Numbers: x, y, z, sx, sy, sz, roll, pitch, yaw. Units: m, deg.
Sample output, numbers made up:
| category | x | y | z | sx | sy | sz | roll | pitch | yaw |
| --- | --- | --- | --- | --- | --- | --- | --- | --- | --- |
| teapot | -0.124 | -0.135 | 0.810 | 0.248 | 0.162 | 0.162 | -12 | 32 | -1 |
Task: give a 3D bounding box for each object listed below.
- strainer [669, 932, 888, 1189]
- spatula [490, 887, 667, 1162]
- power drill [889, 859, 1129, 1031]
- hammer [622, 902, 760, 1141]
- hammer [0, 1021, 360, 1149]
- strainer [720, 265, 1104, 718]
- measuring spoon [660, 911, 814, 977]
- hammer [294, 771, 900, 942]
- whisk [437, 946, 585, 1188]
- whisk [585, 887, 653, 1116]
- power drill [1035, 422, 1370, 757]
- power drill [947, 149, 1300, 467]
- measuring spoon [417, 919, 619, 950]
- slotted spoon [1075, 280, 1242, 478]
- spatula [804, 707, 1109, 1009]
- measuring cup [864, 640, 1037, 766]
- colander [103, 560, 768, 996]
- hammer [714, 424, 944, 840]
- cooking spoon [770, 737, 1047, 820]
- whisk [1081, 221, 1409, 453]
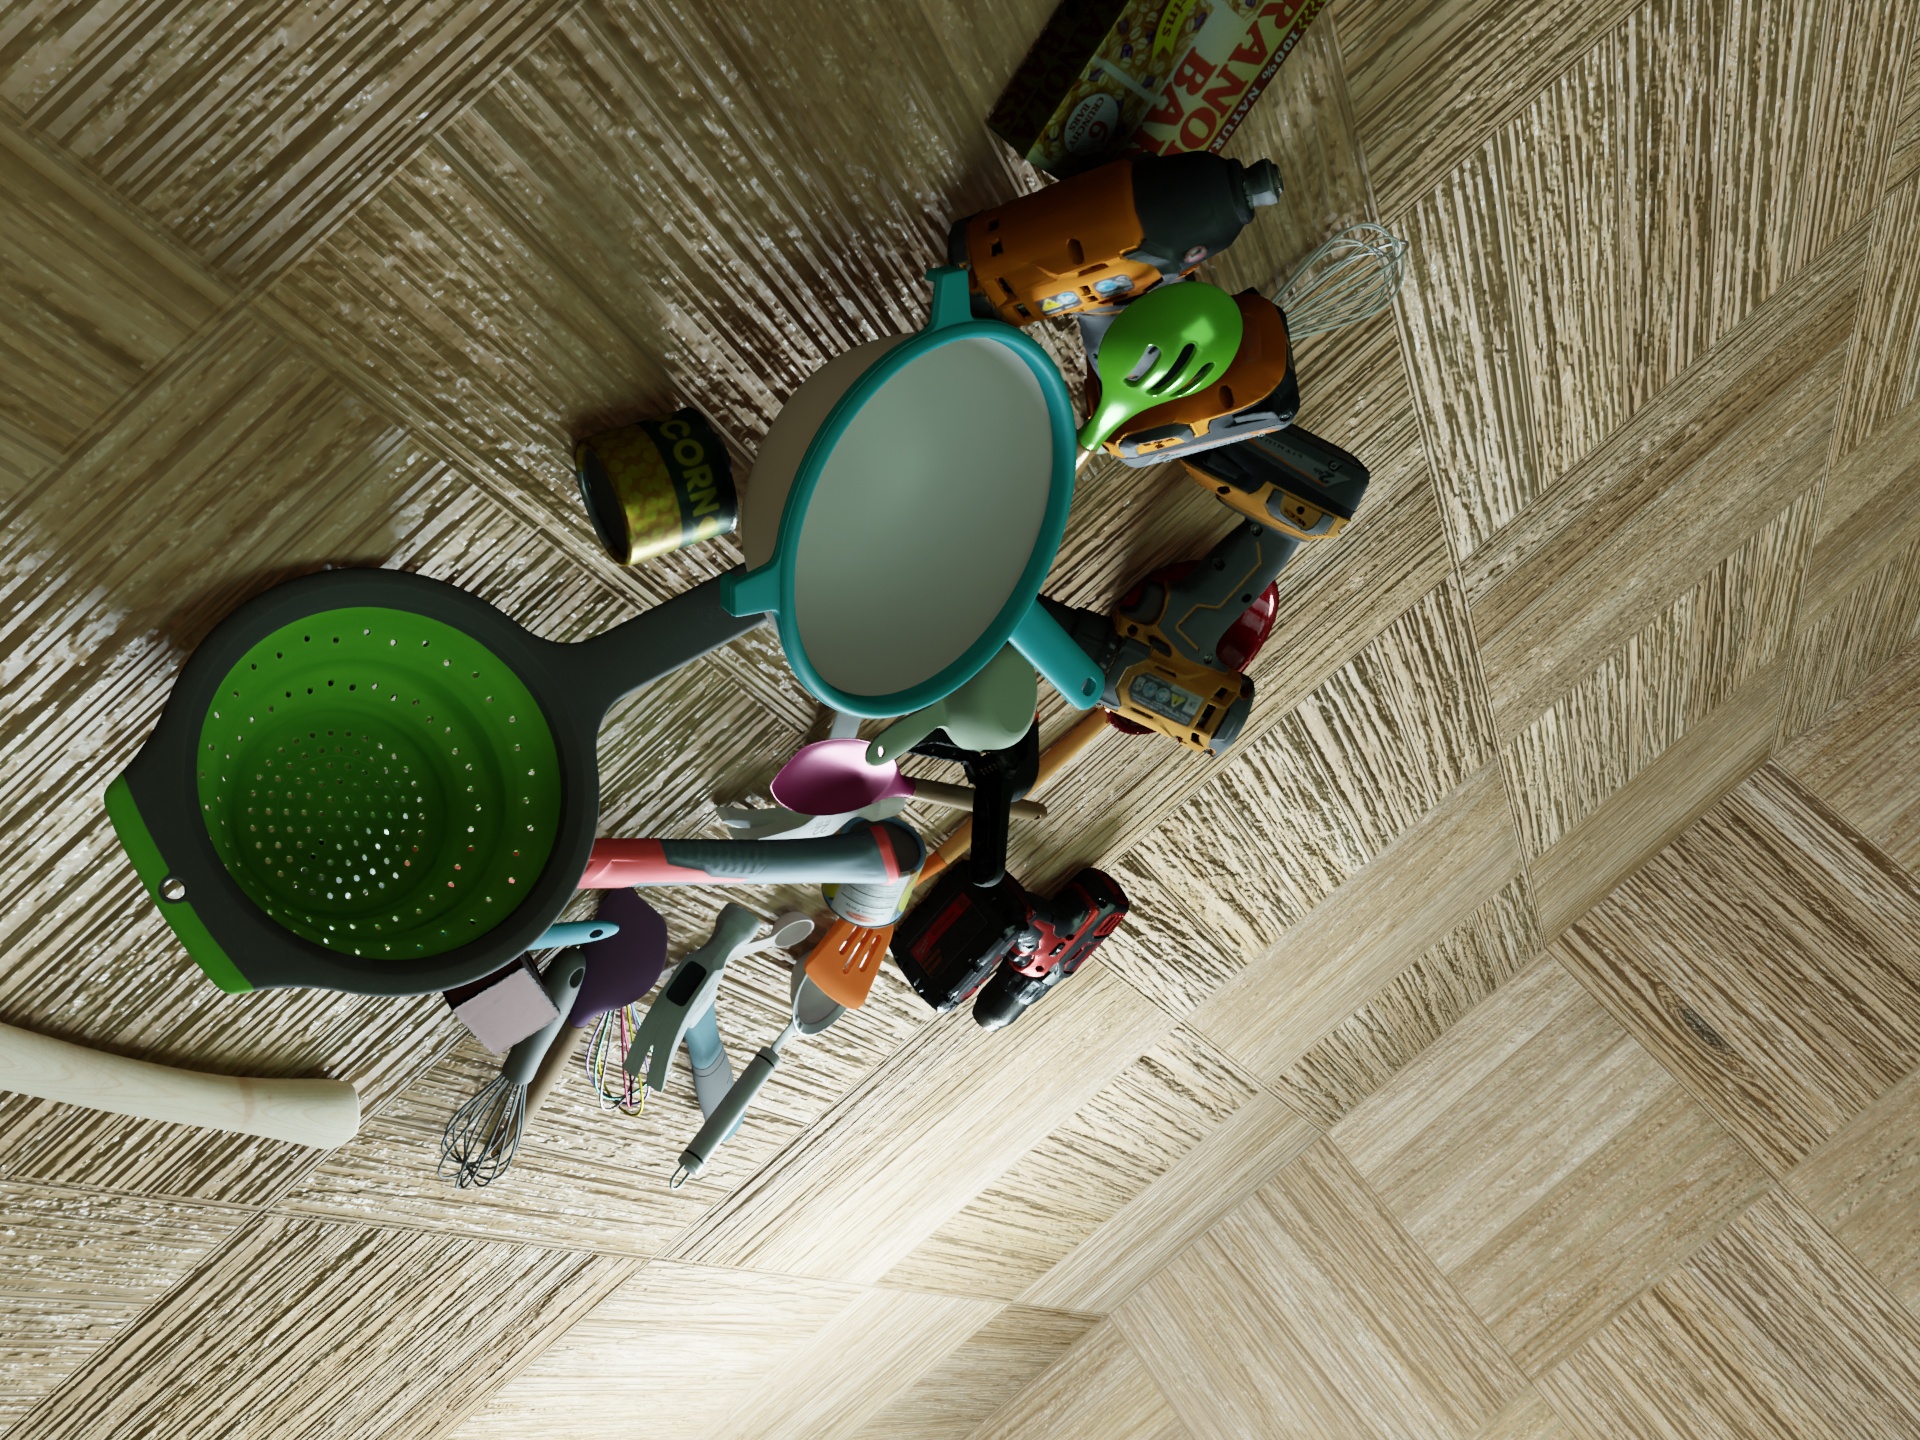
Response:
| category | x | y | z | sx | sy | sz | roll | pitch | yaw |
| --- | --- | --- | --- | --- | --- | --- | --- | --- | --- |
| strainer | -0.147 | 0.255 | 1.235 | 0.258 | 0.050 | 0.086 | -52 | 148 | -31 |
| spatula | -0.275 | 0.226 | 1.118 | 0.315 | 0.060 | 0.018 | -54 | 173 | 35 |
| power drill | 0.035 | 0.206 | 1.402 | 0.188 | 0.080 | 0.226 | -49 | 151 | 17 |
| hammer | -0.193 | 0.259 | 1.223 | 0.128 | 0.033 | 0.330 | -54 | 165 | -27 |
| hammer | -0.489 | 0.199 | 0.869 | 0.146 | 0.038 | 0.410 | -39 | 150 | 3 |
| strainer | -0.014 | -0.091 | 0.877 | 0.211 | 0.095 | 0.340 | -57 | 147 | -5 |
| measuring spoon | -0.170 | 0.167 | 1.194 | 0.124 | 0.018 | 0.034 | -15 | 146 | -23 |
| hammer | -0.207 | 0.099 | 0.989 | 0.386 | 0.038 | 0.143 | 4 | 130 | -39 |
| whisk | -0.310 | 0.243 | 1.105 | 0.055 | 0.055 | 0.239 | -1 | 131 | -46 |
| whisk | -0.239 | 0.206 | 1.135 | 0.051 | 0.047 | 0.244 | -6 | 134 | -20 |
| power drill | 0.144 | -0.104 | 1.063 | 0.185 | 0.084 | 0.226 | 24 | 111 | -8 |
| power drill | 0.112 | -0.222 | 0.853 | 0.164 | 0.084 | 0.226 | -12 | 162 | 23 |
| measuring spoon | -0.263 | 0.138 | 0.942 | 0.128 | 0.021 | 0.042 | -5 | 137 | -29 |
| slotted spoon | 0.064 | -0.147 | 0.902 | 0.070 | 0.031 | 0.313 | 10 | 158 | -18 |
| spatula | 0.008 | 0.098 | 1.259 | 0.322 | 0.041 | 0.080 | -41 | 133 | -1 |
| measuring cup | -0.002 | -0.003 | 1.019 | 0.167 | 0.038 | 0.083 | -32 | 118 | -53 |
| colander | -0.236 | 0.002 | 0.824 | 0.397 | 0.204 | 0.094 | -33 | -173 | -40 |
| hammer | -0.052 | -0.068 | 0.987 | 0.144 | 0.035 | 0.405 | -15 | 141 | -35 |
| cooking spoon | -0.023 | 0.050 | 1.119 | 0.068 | 0.017 | 0.318 | -47 | 150 | 18 |
| whisk | 0.180 | -0.240 | 1.008 | 0.246 | 0.059 | 0.057 | -32 | 112 | -4 |
